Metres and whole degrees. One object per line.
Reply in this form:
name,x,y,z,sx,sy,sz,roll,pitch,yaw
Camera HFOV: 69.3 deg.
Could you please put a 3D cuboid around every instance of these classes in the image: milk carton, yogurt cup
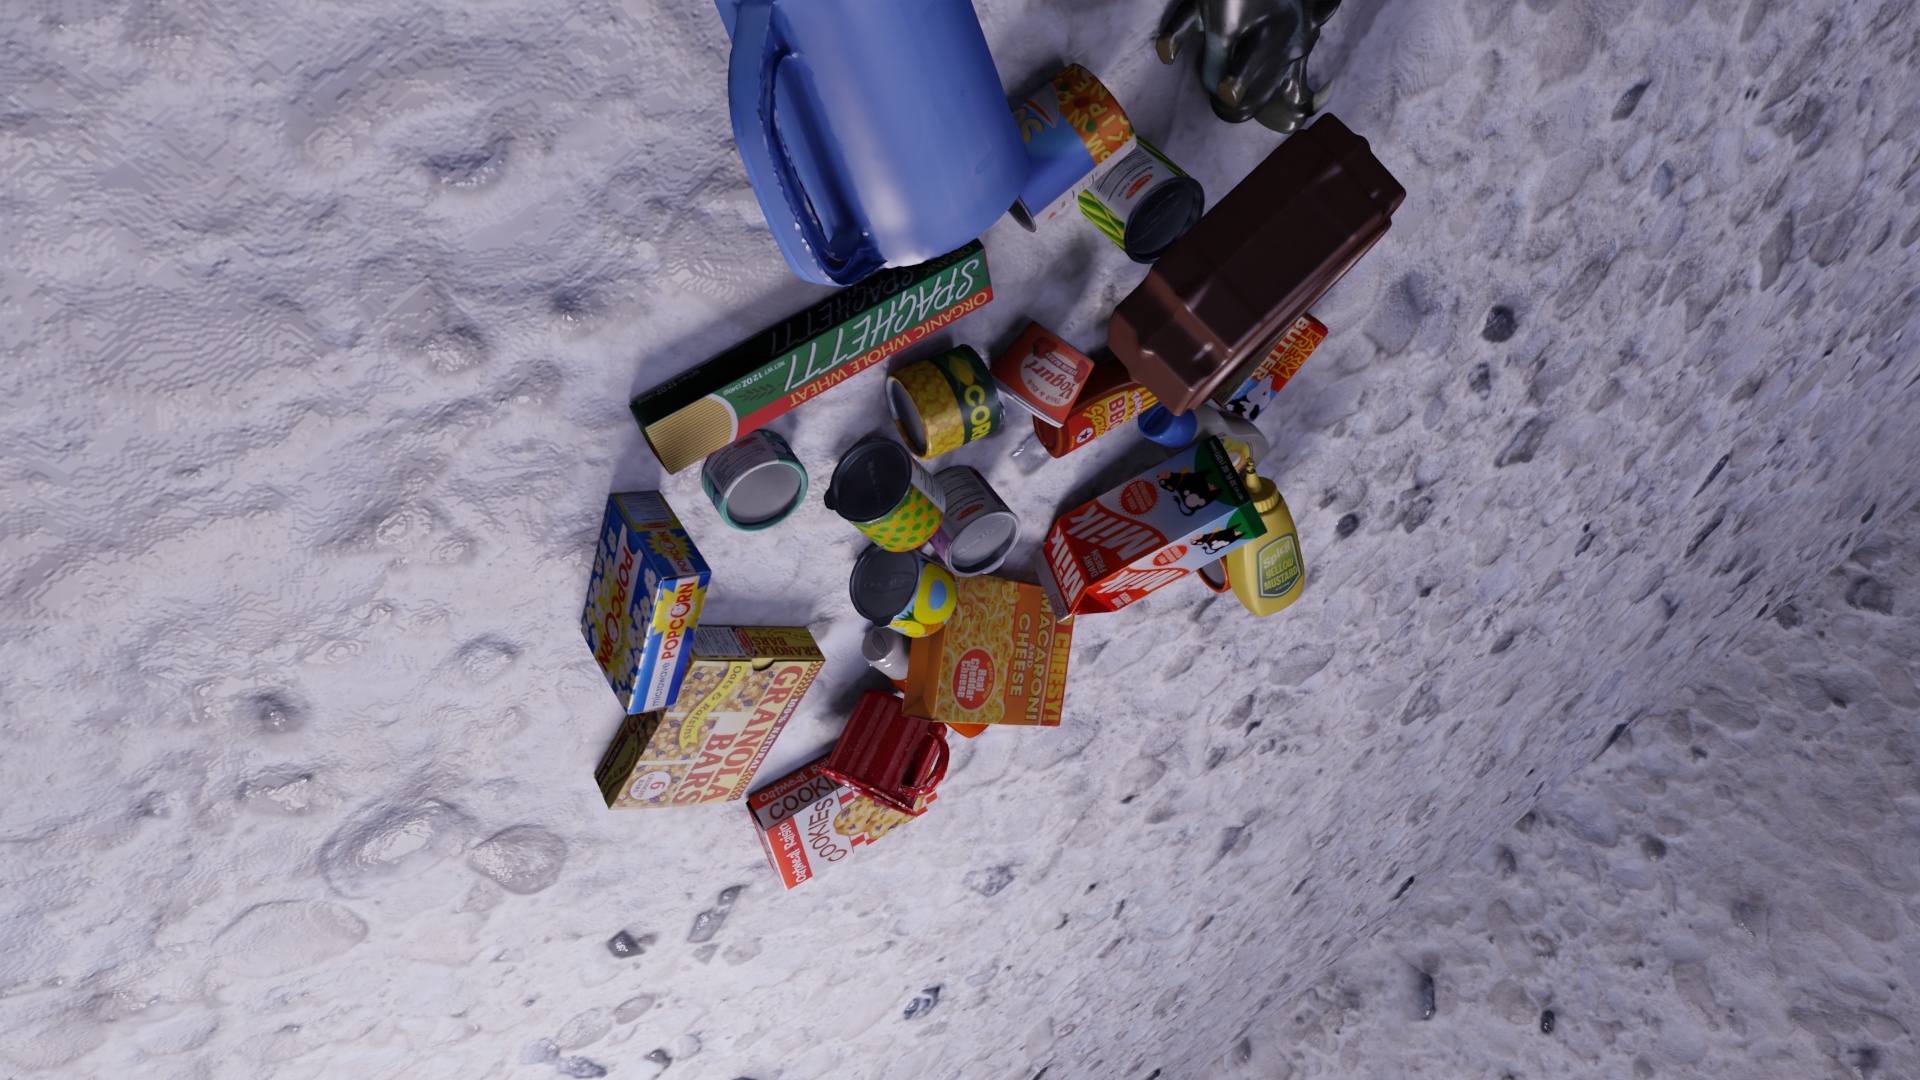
milk carton,0.153,-0.003,1.171,0.190,0.072,0.073,-28,150,11
yogurt cup,0.060,-0.122,1.002,0.072,0.072,0.054,22,106,-51

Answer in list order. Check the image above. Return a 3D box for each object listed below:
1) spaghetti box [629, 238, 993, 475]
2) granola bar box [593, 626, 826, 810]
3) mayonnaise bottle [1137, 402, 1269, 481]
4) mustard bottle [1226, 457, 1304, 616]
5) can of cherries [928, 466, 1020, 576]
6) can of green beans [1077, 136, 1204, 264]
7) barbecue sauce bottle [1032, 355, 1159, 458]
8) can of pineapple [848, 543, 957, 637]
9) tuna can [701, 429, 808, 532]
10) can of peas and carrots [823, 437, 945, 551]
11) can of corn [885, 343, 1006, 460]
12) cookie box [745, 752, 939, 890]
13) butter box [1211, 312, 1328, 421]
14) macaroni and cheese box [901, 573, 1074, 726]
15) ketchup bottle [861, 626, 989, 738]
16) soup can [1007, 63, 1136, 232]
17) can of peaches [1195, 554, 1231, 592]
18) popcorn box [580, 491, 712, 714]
spaghetti box,-0.091,-0.124,0.896,0.250,0.029,0.050,-30,145,-11
granola bar box,-0.196,0.140,1.090,0.124,0.039,0.164,5,127,-45
mayonnaise bottle,0.204,-0.086,1.185,0.148,0.041,0.064,16,123,-50
mustard bottle,0.267,-0.006,1.238,0.065,0.049,0.159,-28,127,-13
can of cherries,0.004,-0.014,1.077,0.072,0.058,0.071,-24,142,-20
can of green beans,0.121,-0.230,0.937,0.071,0.058,0.071,-24,142,-20
barbecue sauce bottle,0.128,-0.119,1.079,0.149,0.044,0.064,-28,154,-15
can of pineapple,-0.045,0.040,1.085,0.071,0.071,0.058,-46,144,11
tuna can,-0.138,-0.038,0.946,0.071,0.033,0.070,-23,142,-20
can of peas and carrots,-0.054,-0.031,1.001,0.071,0.071,0.058,-41,145,4
can of corn,-0.011,-0.094,0.963,0.058,0.071,0.070,-24,143,-17
cookie box,-0.106,0.242,1.283,0.168,0.040,0.122,-27,143,-17
butter box,0.262,-0.151,1.178,0.053,0.024,0.103,16,119,-48
macaroni and cheese box,0.028,0.093,1.181,0.166,0.040,0.123,11,85,-48
ketchup bottle,-0.030,0.118,1.195,0.043,0.065,0.148,-42,137,6
soup can,0.055,-0.245,0.859,0.084,0.071,0.071,-40,145,1
can of peaches,0.257,0.011,1.317,0.058,0.071,0.071,-25,143,-16
popcorn box,-0.212,0.042,0.926,0.038,0.085,0.126,-8,135,-36
